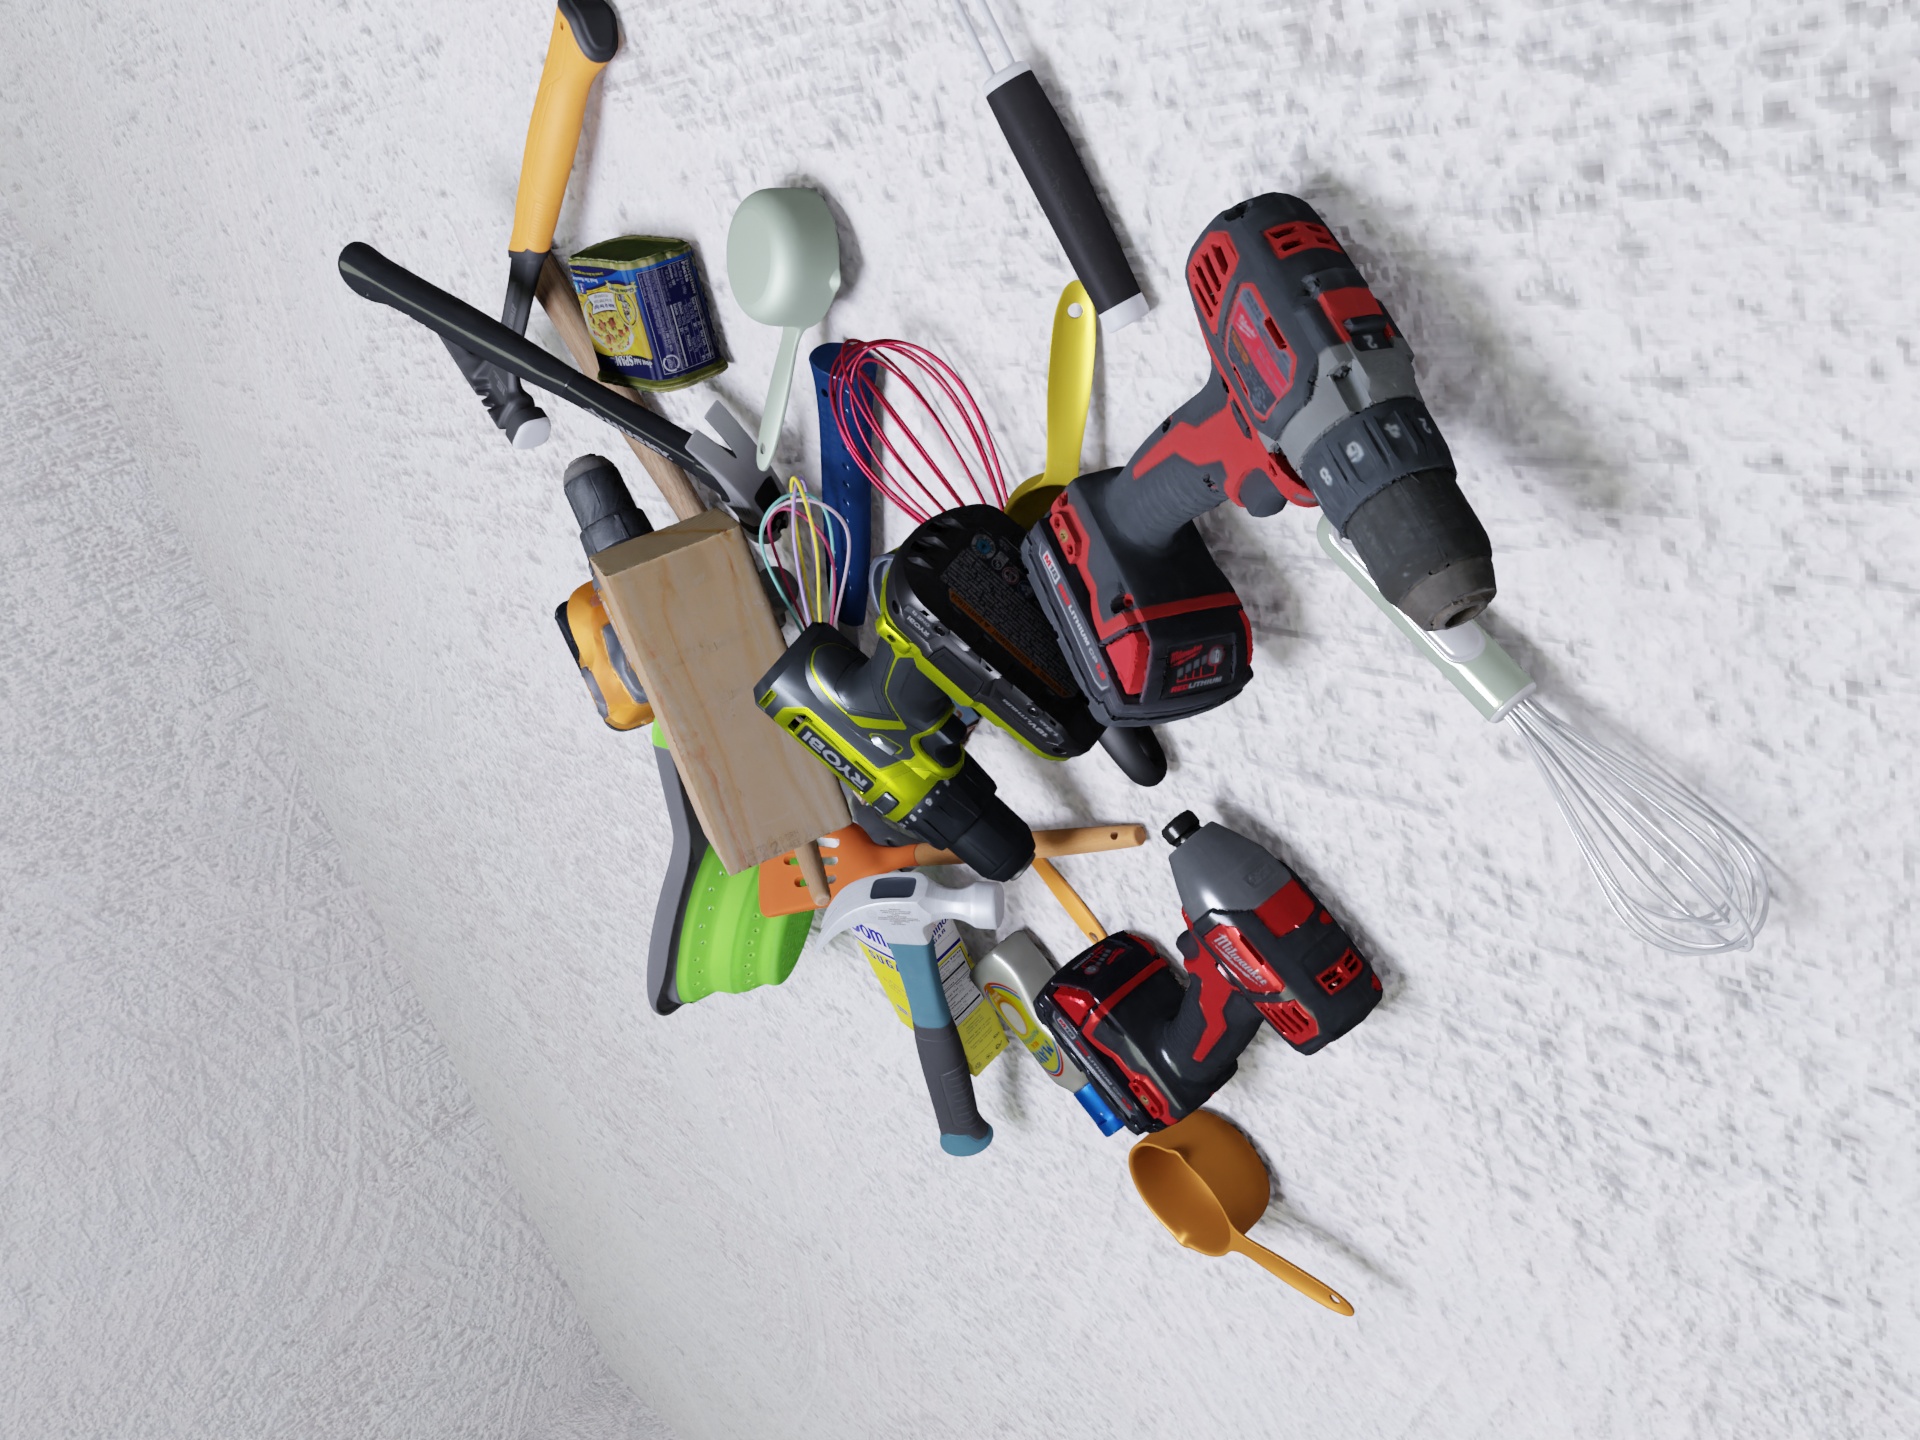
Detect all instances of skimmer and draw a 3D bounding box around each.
[{"bbox_3d":[-0.019,-0.327,0.673,0.127,0.090,0.363,-23,102,27],"label":"skimmer"}]

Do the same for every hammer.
[{"bbox_3d":[-0.286,-0.336,1.058,0.127,0.034,0.336,54,141,15],"label":"hammer"},{"bbox_3d":[-0.017,0.215,1.111,0.128,0.033,0.330,3,138,13],"label":"hammer"},{"bbox_3d":[-0.069,-0.059,1.046,0.144,0.035,0.405,38,144,30],"label":"hammer"},{"bbox_3d":[-0.224,-0.199,1.135,0.331,0.031,0.130,58,156,3],"label":"hammer"},{"bbox_3d":[-0.263,-0.224,1.028,0.335,0.035,0.146,30,170,10],"label":"hammer"}]

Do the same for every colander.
[{"bbox_3d":[-0.169,0.105,1.220,0.094,0.205,0.396,15,147,7],"label":"colander"}]

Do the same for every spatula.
[{"bbox_3d":[-0.148,0.015,1.155,0.082,0.044,0.318,92,161,-45],"label":"spatula"},{"bbox_3d":[-0.015,0.085,1.041,0.323,0.041,0.081,-10,71,44],"label":"spatula"}]

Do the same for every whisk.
[{"bbox_3d":[0.026,-0.086,0.868,0.296,0.073,0.073,55,150,-6],"label":"whisk"},{"bbox_3d":[-0.090,-0.049,1.010,0.047,0.051,0.244,30,143,30],"label":"whisk"},{"bbox_3d":[0.234,-0.001,0.658,0.246,0.058,0.059,51,180,19],"label":"whisk"}]

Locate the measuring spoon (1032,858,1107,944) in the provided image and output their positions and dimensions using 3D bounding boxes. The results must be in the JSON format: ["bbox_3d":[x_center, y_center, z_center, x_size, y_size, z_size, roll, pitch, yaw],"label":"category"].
[{"bbox_3d":[0.059,0.108,1.041,0.117,0.011,0.021,51,149,10],"label":"measuring spoon"}]

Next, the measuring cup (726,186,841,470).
[{"bbox_3d":[-0.112,-0.219,0.906,0.083,0.038,0.167,44,130,42],"label":"measuring cup"}]

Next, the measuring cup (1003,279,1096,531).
[{"bbox_3d":[0.052,-0.145,0.800,0.029,0.062,0.156,-87,0,-63],"label":"measuring cup"}]

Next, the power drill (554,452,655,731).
[{"bbox_3d":[-0.254,-0.089,1.200,0.185,0.084,0.226,65,161,1],"label":"power drill"}]

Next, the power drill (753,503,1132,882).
[{"bbox_3d":[-0.001,-0.003,0.868,0.190,0.080,0.228,41,149,-5],"label":"power drill"}]

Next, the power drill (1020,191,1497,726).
[{"bbox_3d":[0.123,-0.080,0.676,0.188,0.080,0.226,66,151,21],"label":"power drill"}]

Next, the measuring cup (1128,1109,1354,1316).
[{"bbox_3d":[0.188,0.311,1.008,0.174,0.052,0.095,26,138,39],"label":"measuring cup"}]

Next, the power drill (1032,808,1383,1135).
[{"bbox_3d":[0.133,0.145,0.912,0.143,0.078,0.219,51,146,11],"label":"power drill"}]
